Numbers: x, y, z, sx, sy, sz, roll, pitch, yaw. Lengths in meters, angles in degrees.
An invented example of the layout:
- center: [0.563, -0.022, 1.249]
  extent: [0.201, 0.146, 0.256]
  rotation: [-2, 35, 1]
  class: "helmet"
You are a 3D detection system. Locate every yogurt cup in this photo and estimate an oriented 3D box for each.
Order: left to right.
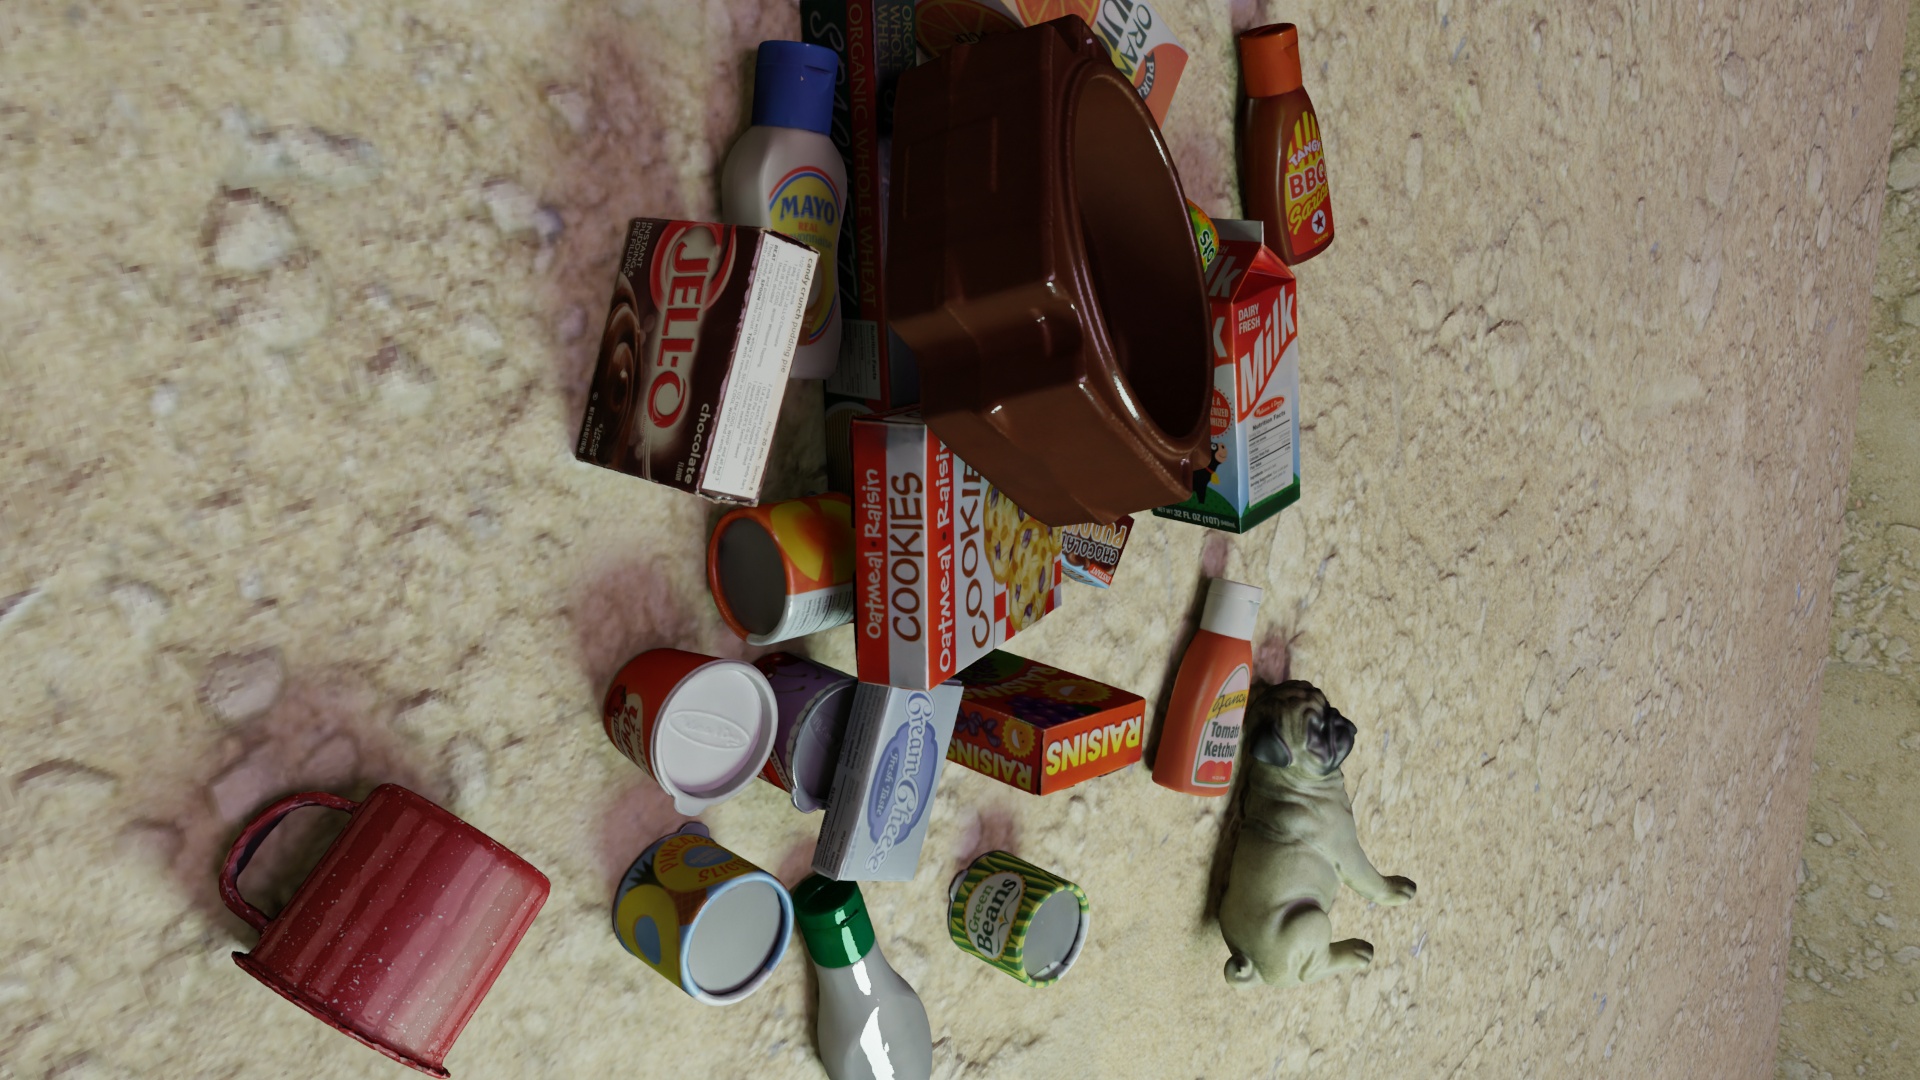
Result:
- center: [-0.126, 0.082, 0.639]
  extent: [0.072, 0.054, 0.072]
  rotation: [-15, 111, -43]
  class: "yogurt cup"

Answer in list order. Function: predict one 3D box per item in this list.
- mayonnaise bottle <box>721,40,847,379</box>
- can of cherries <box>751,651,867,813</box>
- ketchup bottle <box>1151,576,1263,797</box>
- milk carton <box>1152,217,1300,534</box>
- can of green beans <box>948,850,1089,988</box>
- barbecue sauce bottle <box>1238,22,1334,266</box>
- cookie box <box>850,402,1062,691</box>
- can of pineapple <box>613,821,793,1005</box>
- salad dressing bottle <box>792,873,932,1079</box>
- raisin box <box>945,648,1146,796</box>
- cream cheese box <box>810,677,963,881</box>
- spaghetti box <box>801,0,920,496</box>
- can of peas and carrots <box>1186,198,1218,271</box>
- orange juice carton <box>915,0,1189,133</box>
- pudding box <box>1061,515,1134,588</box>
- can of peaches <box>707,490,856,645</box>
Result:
- center: [-0.081, -0.149, 0.635]
  extent: [0.065, 0.041, 0.147]
  rotation: [-3, 103, -44]
  class: "mayonnaise bottle"
- center: [-0.078, 0.095, 0.691]
  extent: [0.072, 0.058, 0.071]
  rotation: [-16, 112, -43]
  class: "can of cherries"
- center: [0.175, 0.101, 0.965]
  extent: [0.065, 0.043, 0.148]
  rotation: [13, 91, -47]
  class: "ketchup bottle"
- center: [0.165, -0.109, 0.879]
  extent: [0.074, 0.072, 0.189]
  rotation: [-26, 119, -39]
  class: "milk carton"
- center: [0.036, 0.229, 0.843]
  extent: [0.071, 0.058, 0.071]
  rotation: [-14, 110, -43]
  class: "can of green beans"
- center: [0.209, -0.258, 0.907]
  extent: [0.065, 0.043, 0.148]
  rotation: [-35, 123, -34]
  class: "barbecue sauce bottle"
- center: [0.002, -0.009, 0.685]
  extent: [0.168, 0.040, 0.122]
  rotation: [-24, 116, -63]
  class: "cookie box"
- center: [-0.122, 0.179, 0.666]
  extent: [0.071, 0.058, 0.070]
  rotation: [-14, 110, -43]
  class: "can of pineapple"
- center: [-0.055, 0.249, 0.765]
  extent: [0.064, 0.044, 0.147]
  rotation: [-32, 121, -34]
  class: "salad dressing bottle"
- center: [0.026, 0.094, 0.749]
  extent: [0.086, 0.123, 0.040]
  rotation: [-8, 106, -45]
  class: "raisin box"
- center: [-0.035, 0.114, 0.677]
  extent: [0.053, 0.024, 0.103]
  rotation: [15, 90, -49]
  class: "cream cheese box"
- center: [-0.044, -0.136, 0.671]
  extent: [0.029, 0.050, 0.249]
  rotation: [-18, 112, -44]
  class: "spaghetti box"
- center: [0.111, -0.163, 0.810]
  extent: [0.059, 0.071, 0.070]
  rotation: [-57, 134, -19]
  class: "can of peas and carrots"
- center: [0.054, -0.254, 0.724]
  extent: [0.192, 0.073, 0.072]
  rotation: [32, 74, -46]
  class: "orange juice carton"
- center: [0.064, -0.008, 0.831]
  extent: [0.083, 0.030, 0.050]
  rotation: [30, 79, -46]
  class: "pudding box"
- center: [-0.080, 0.011, 0.663]
  extent: [0.058, 0.071, 0.071]
  rotation: [-13, 109, -43]
  class: "can of peaches"
